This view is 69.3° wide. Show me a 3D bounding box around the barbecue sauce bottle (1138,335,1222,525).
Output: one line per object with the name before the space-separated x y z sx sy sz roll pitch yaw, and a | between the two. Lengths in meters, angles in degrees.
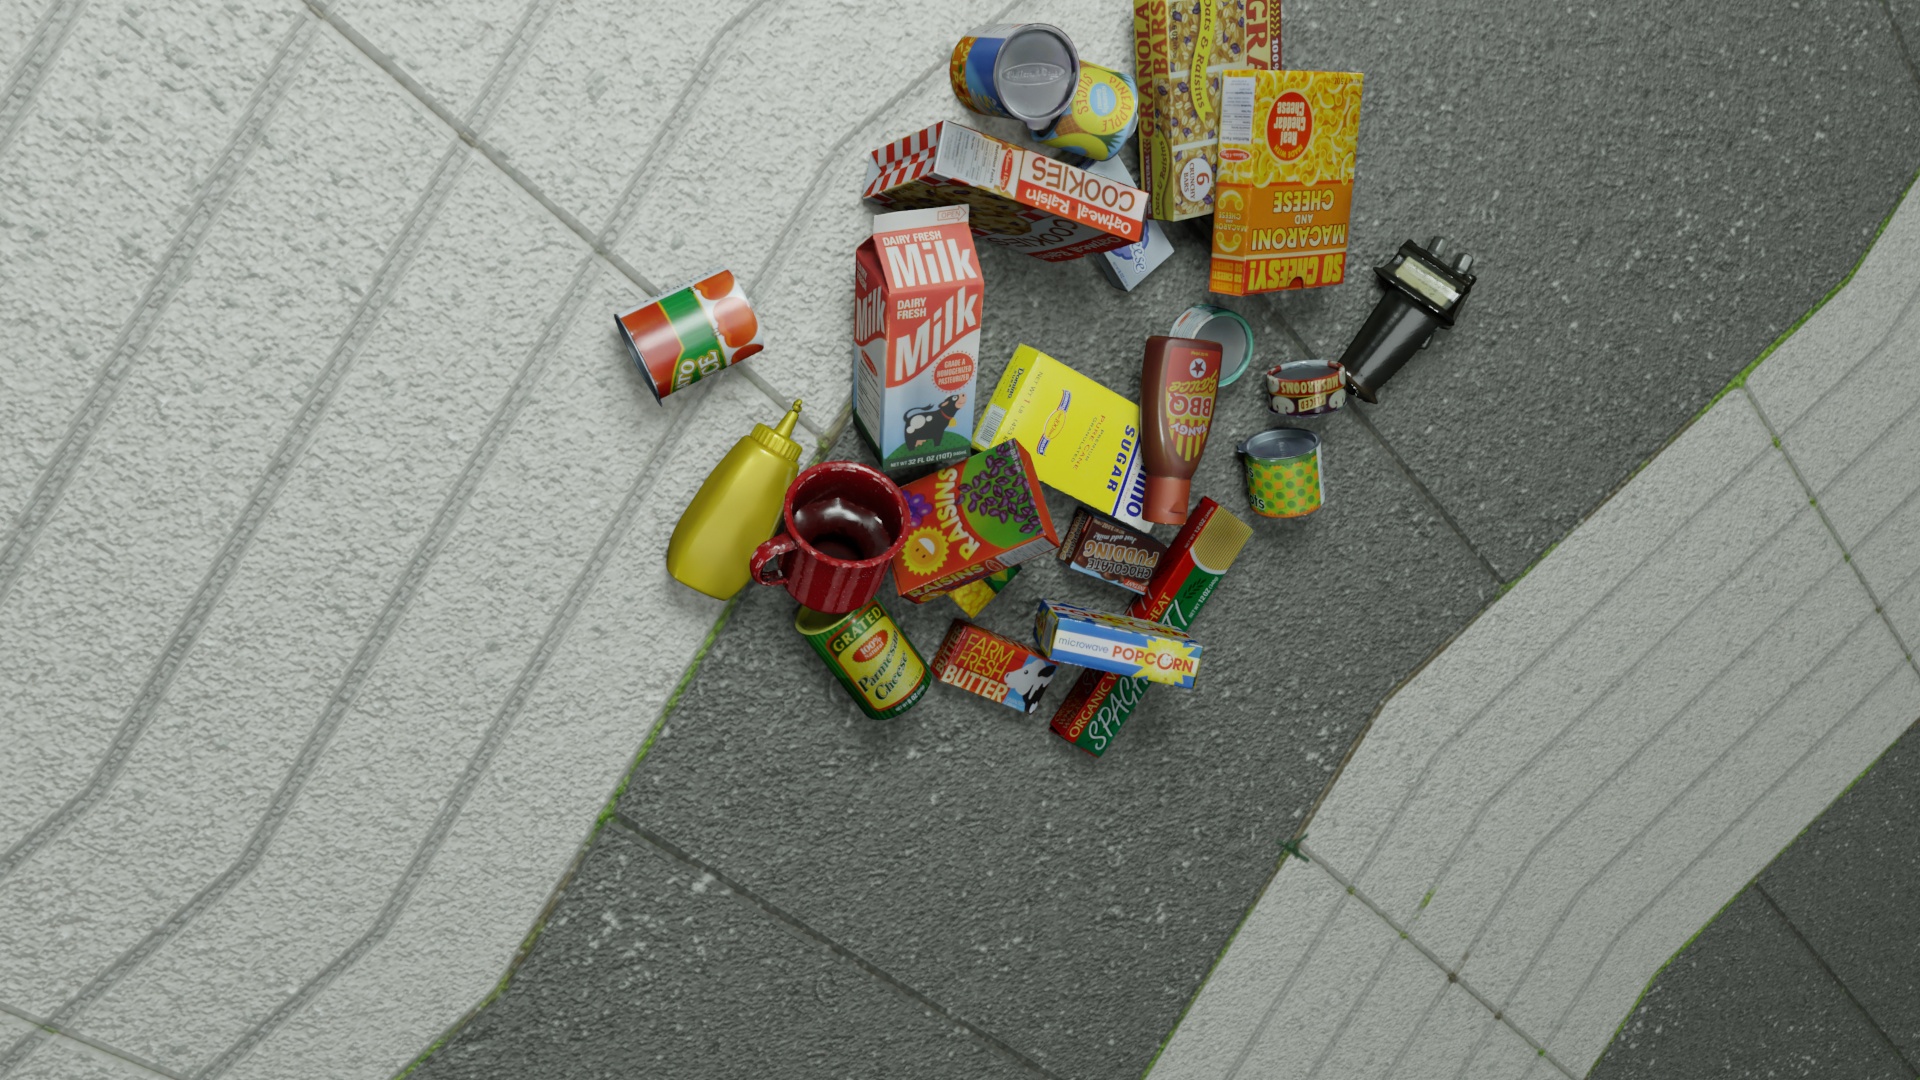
barbecue sauce bottle | 0.171 -0.088 1.113 0.065 0.044 0.148 2 98 -29

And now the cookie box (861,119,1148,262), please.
cookie box | 0.031 -0.245 0.995 0.167 0.123 0.040 12 88 -27

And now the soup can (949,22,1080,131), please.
soup can | 0.037 -0.332 0.992 0.071 0.084 0.071 -8 111 -21

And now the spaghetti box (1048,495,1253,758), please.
spaghetti box | 0.168 0.078 1.227 0.050 0.029 0.250 32 93 -29

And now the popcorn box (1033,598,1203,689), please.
popcorn box | 0.129 0.085 1.158 0.127 0.085 0.038 12 96 -7

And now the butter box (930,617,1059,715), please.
butter box | 0.030 0.107 1.178 0.103 0.024 0.053 24 98 -29

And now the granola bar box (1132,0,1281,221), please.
granola bar box | 0.194 -0.339 1.071 0.125 0.039 0.164 -20 116 -32

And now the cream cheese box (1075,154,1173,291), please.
cream cheese box | 0.121 -0.253 1.092 0.053 0.024 0.103 -42 120 -7

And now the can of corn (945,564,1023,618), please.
can of corn | 0.005 0.019 1.111 0.058 0.071 0.071 -45 120 -3

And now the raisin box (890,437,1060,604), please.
raisin box | 0.004 -0.013 1.061 0.123 0.086 0.040 -23 157 15

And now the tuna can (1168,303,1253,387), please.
tuna can | 0.211 -0.161 1.159 0.071 0.033 0.070 -8 111 -21

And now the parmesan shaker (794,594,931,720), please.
parmesan shaker | -0.073 0.083 1.100 0.071 0.071 0.102 -38 119 -7

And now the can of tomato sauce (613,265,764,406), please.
can of tomato sauce | -0.187 -0.143 0.967 0.083 0.071 0.071 -28 117 -13

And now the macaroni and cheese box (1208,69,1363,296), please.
macaroni and cheese box | 0.254 -0.279 1.083 0.124 0.040 0.165 -12 112 -35

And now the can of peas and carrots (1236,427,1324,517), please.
can of peas and carrots | 0.279 -0.059 1.209 0.071 0.071 0.058 -20 116 -17

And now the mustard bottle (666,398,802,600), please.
mustard bottle | -0.157 -0.035 1.030 0.065 0.049 0.160 30 94 -30

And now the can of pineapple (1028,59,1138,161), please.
can of pineapple | 0.090 -0.320 1.028 0.058 0.071 0.070 8 105 -26

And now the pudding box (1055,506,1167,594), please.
pudding box | 0.129 0.010 1.185 0.084 0.030 0.049 21 100 -28

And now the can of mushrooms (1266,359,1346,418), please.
can of mushrooms | 0.296 -0.130 1.187 0.071 0.071 0.033 -16 112 -18

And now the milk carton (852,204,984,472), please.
milk carton | -0.032 -0.151 1.000 0.072 0.074 0.189 -12 131 -19
